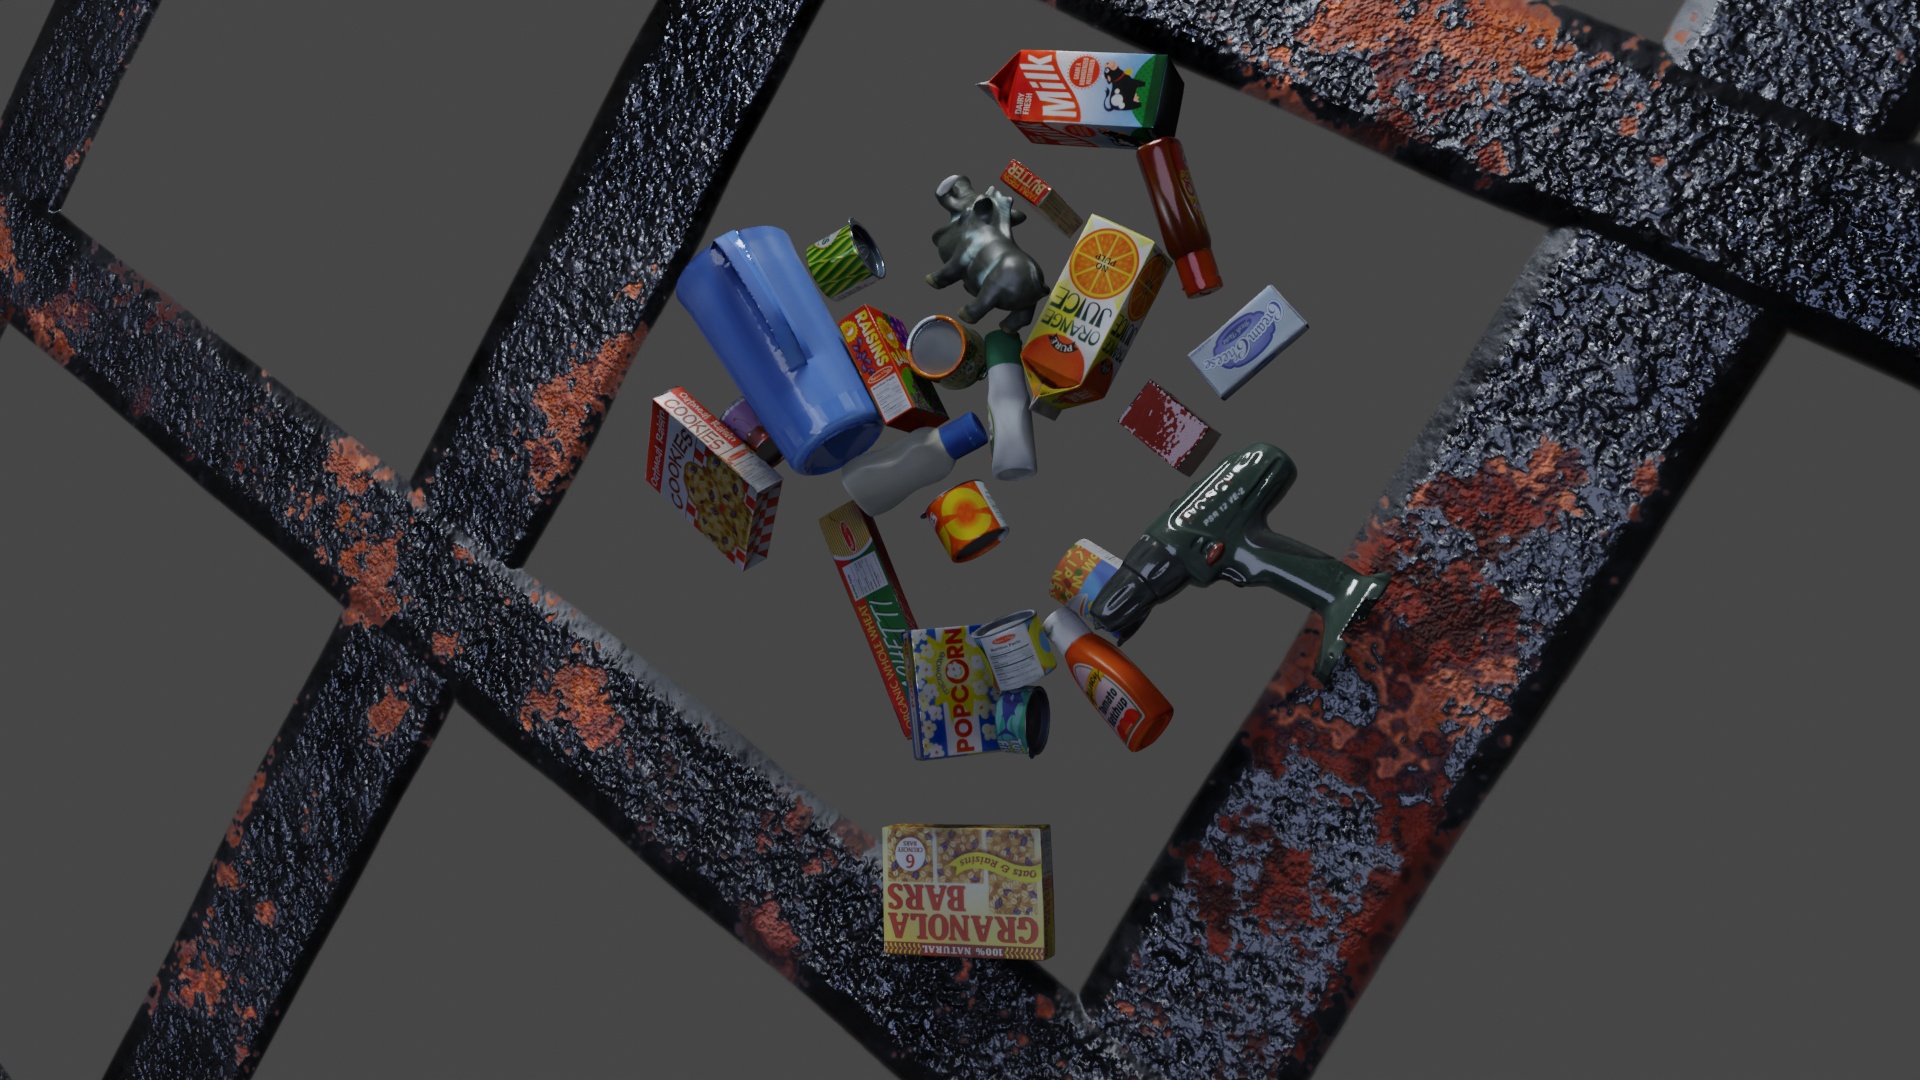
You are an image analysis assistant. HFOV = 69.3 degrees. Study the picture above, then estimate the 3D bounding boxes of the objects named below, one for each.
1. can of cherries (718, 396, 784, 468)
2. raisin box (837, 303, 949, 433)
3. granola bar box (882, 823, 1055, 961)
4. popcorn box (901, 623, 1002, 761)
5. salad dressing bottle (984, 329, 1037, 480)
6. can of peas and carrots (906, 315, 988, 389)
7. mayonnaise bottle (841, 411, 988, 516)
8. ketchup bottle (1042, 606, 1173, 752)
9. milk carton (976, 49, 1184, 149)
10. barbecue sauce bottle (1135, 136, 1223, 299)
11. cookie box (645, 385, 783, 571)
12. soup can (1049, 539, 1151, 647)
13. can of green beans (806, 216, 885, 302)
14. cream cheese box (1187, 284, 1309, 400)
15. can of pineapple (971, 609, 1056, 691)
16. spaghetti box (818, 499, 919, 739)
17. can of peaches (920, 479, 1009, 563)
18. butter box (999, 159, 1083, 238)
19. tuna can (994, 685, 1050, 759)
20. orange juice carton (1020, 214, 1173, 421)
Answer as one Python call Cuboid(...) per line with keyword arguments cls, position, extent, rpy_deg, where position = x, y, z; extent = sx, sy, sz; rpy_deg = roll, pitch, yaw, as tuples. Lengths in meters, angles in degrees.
Cuboid(cls="can of cherries", position=(-0.213, -0.116, 1.470), extent=(0.058, 0.071, 0.071), rpy_deg=(45, 102, 20))
Cuboid(cls="raisin box", position=(-0.068, -0.171, 1.405), extent=(0.040, 0.086, 0.123), rpy_deg=(-30, 75, 20))
Cuboid(cls="granola bar box", position=(0.007, 0.339, 1.347), extent=(0.165, 0.039, 0.124), rpy_deg=(-4, 82, 22))
Cuboid(cls="popcorn box", position=(-0.007, 0.147, 1.350), extent=(0.085, 0.038, 0.127), rpy_deg=(-4, 81, -18))
Cuboid(cls="salad dressing bottle", position=(0.048, -0.134, 1.370), extent=(0.044, 0.064, 0.148), rpy_deg=(-7, 73, 8))
Cuboid(cls="can of peas and carrots", position=(-0.012, -0.188, 1.398), extent=(0.071, 0.059, 0.071), rpy_deg=(-2, 84, 23))
Cuboid(cls="mayonnaise bottle", position=(-0.044, -0.081, 1.402), extent=(0.148, 0.064, 0.041), rpy_deg=(-27, 36, 15))
Cuboid(cls="ketchup bottle", position=(0.136, 0.126, 1.308), extent=(0.149, 0.044, 0.064), rpy_deg=(50, 142, 27))
Cuboid(cls="milk carton", position=(0.114, -0.433, 1.364), extent=(0.190, 0.072, 0.073), rpy_deg=(11, 89, 23))
Cuboid(cls="barbecue sauce bottle", position=(0.210, -0.305, 1.319), extent=(0.043, 0.065, 0.148), rpy_deg=(-18, 87, 22))
Cuboid(cls="cookie box", position=(-0.263, -0.066, 1.467), extent=(0.168, 0.040, 0.122), rpy_deg=(41, 138, 21))
Cuboid(cls="soup can", position=(0.134, 0.049, 1.309), extent=(0.084, 0.071, 0.071), rpy_deg=(32, 97, 23))
Cuboid(cls="can of green beans", position=(-0.120, -0.290, 1.450), extent=(0.057, 0.071, 0.071), rpy_deg=(-24, 76, 19))
Cuboid(cls="cream cheese box", position=(0.269, -0.185, 1.300), extent=(0.103, 0.024, 0.053), rpy_deg=(-41, 72, 14))
Cuboid(cls="can of pineapple", position=(0.052, 0.104, 1.323), extent=(0.071, 0.071, 0.058), rpy_deg=(-19, 97, 20))
Cuboid(cls="spaghetti box", position=(-0.076, 0.079, 1.413), extent=(0.050, 0.029, 0.250), rpy_deg=(-28, 75, 17))
Cuboid(cls="can of peaches", position=(0.005, -0.017, 1.369), extent=(0.071, 0.071, 0.058), rpy_deg=(-35, 74, 16))
Cuboid(cls="butter box", position=(0.080, -0.332, 1.351), extent=(0.053, 0.103, 0.024), rpy_deg=(43, 101, 21))
Cuboid(cls="tuna can", position=(0.059, 0.174, 1.327), extent=(0.033, 0.071, 0.071), rpy_deg=(0, 85, 24))
Cuboid(cls="orange juice carton", position=(0.123, -0.206, 1.338), extent=(0.073, 0.072, 0.192), rpy_deg=(29, 96, 23))
